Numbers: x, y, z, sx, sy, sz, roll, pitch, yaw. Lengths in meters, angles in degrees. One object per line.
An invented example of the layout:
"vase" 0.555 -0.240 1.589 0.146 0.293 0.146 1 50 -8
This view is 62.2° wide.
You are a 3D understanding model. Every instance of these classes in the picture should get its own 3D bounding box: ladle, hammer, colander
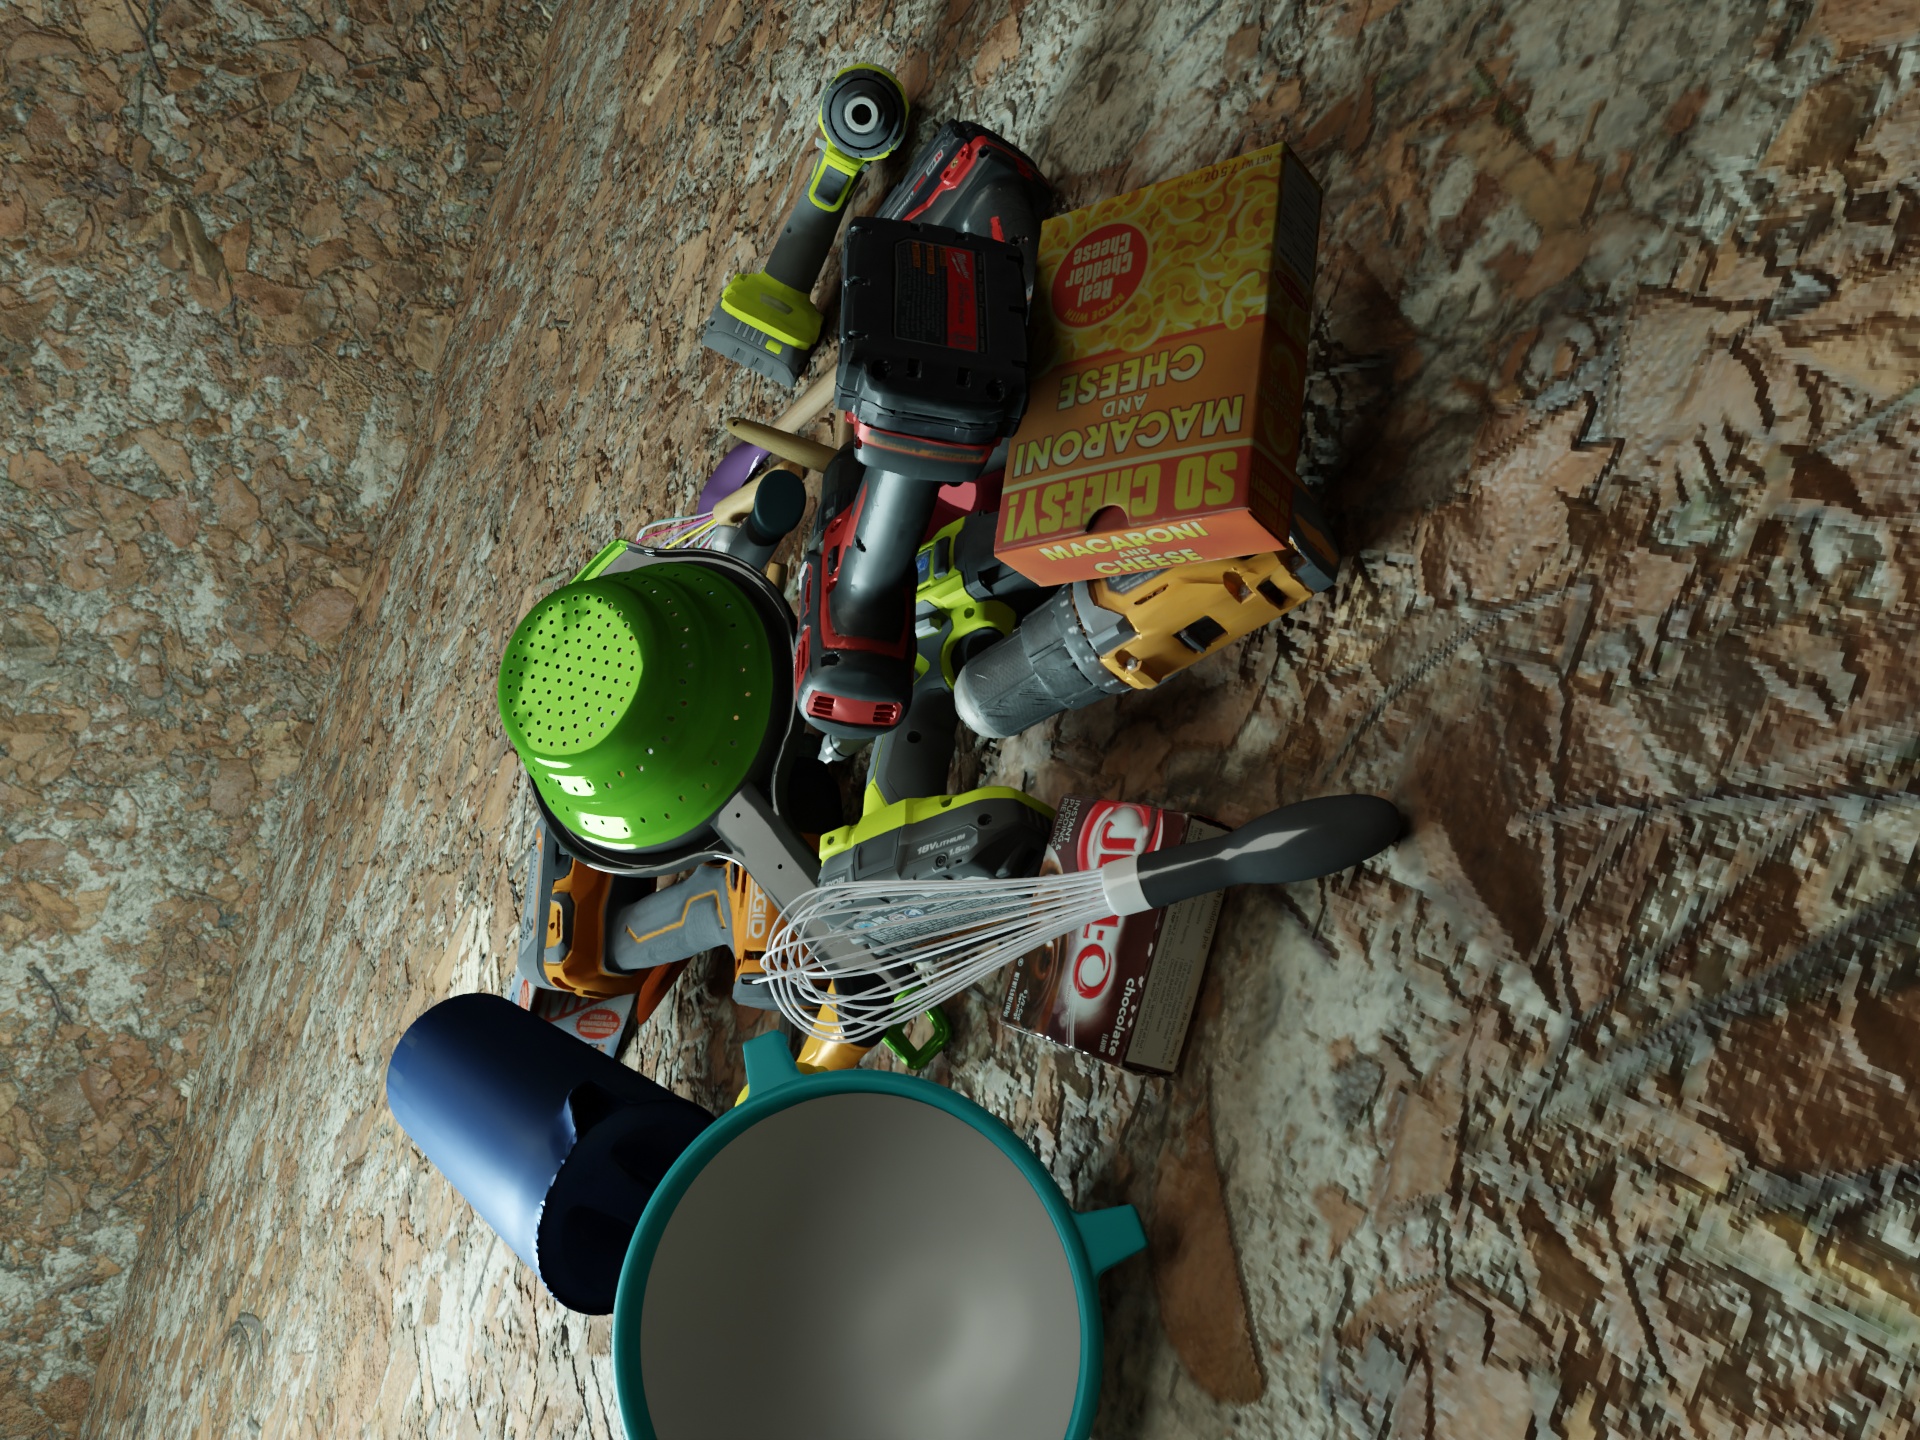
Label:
"ladle" -0.066 -0.156 1.005 0.316 0.031 0.069 29 81 46
"hammer" -0.149 -0.107 1.078 0.331 0.033 0.128 154 131 -72
"colander" -0.147 0.036 0.882 0.204 0.094 0.397 -47 62 7
"hammer" -0.114 0.270 0.853 0.336 0.034 0.127 -65 24 19

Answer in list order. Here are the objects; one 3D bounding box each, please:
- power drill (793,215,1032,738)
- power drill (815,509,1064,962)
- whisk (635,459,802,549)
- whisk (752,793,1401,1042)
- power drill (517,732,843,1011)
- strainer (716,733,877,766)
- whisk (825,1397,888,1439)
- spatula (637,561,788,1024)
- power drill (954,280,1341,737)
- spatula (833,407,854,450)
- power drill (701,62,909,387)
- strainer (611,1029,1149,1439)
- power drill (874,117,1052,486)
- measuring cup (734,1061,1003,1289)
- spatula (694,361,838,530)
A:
"power drill" -0.034 -0.125 0.763 0.226 0.080 0.188 110 164 -48
"power drill" -0.001 -0.003 0.822 0.171 0.080 0.223 -24 50 34
"whisk" -0.198 -0.160 1.275 0.245 0.047 0.051 -20 69 48
"whisk" 0.040 0.075 0.654 0.284 0.070 0.070 -17 55 21
"power drill" -0.165 0.095 0.981 0.226 0.084 0.164 -6 73 34
"strainer" -0.078 0.019 0.981 0.258 0.050 0.087 -30 69 41
"whisk" -0.055 0.290 0.798 0.058 0.059 0.247 -21 42 8
"spatula" -0.166 0.049 1.082 0.081 0.041 0.322 -145 68 -77
"power drill" 0.064 -0.109 0.748 0.185 0.084 0.226 -31 49 26
"spatula" -0.089 -0.184 1.085 0.082 0.044 0.318 138 138 -72
"power drill" -0.105 -0.365 1.154 0.228 0.080 0.191 -61 12 18
"strainer" -0.061 0.319 0.677 0.211 0.095 0.340 21 81 21
"power drill" 0.015 -0.242 0.932 0.143 0.078 0.220 -47 42 28
"measuring cup" -0.047 0.221 0.753 0.157 0.029 0.062 32 106 25
"spatula" -0.135 -0.228 1.227 0.316 0.018 0.060 -28 49 51
